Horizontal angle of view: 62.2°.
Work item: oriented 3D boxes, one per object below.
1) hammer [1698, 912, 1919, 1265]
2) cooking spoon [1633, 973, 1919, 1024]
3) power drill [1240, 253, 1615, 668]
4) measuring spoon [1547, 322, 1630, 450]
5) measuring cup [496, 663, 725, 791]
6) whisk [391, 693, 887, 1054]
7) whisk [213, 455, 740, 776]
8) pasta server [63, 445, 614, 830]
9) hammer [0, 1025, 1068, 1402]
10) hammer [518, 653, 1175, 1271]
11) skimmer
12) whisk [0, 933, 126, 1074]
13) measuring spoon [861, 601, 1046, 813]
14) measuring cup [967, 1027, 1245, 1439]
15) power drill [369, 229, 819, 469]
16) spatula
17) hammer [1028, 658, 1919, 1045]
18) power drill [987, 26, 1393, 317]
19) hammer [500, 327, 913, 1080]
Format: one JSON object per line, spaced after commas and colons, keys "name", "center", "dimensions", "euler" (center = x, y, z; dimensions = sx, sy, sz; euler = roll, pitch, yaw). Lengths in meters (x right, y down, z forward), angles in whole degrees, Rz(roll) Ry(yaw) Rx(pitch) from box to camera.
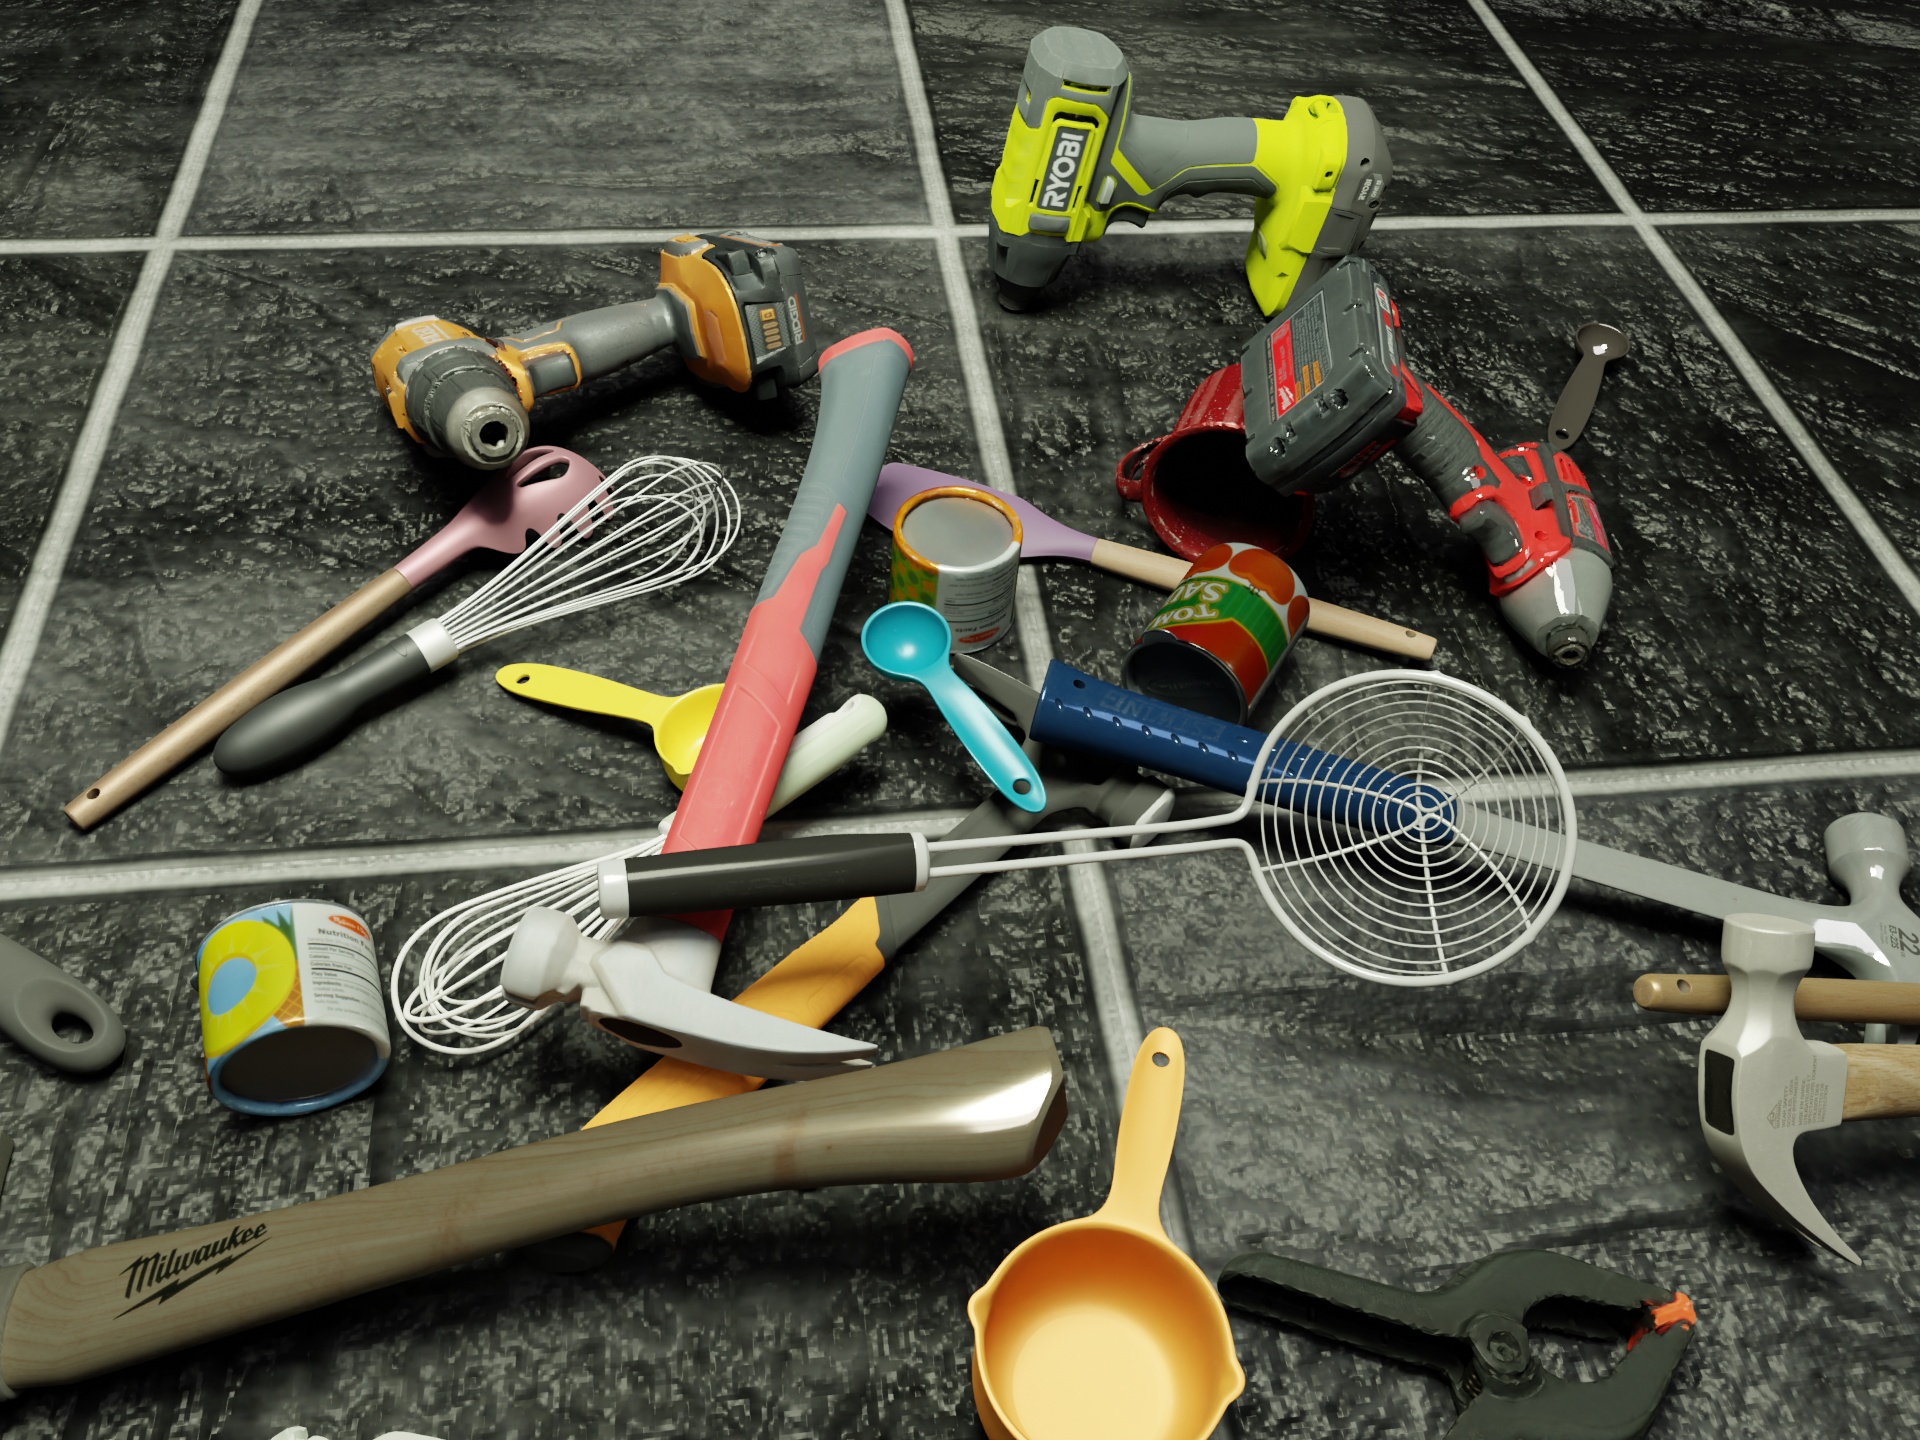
{"name": "hammer", "center": [0.440, 0.145, 0.635], "dimensions": [0.331, 0.130, 0.031], "euler": [2, 5, -15]}
{"name": "cooking spoon", "center": [0.412, 0.118, 0.657], "dimensions": [0.318, 0.017, 0.069], "euler": [5, 56, -17]}
{"name": "power drill", "center": [0.246, -0.121, 0.804], "dimensions": [0.219, 0.078, 0.143], "euler": [31, 43, -25]}
{"name": "measuring spoon", "center": [0.384, -0.203, 0.986], "dimensions": [0.034, 0.018, 0.124], "euler": [24, 58, 14]}
{"name": "measuring cup", "center": [-0.156, 0.001, 0.759], "dimensions": [0.156, 0.029, 0.062], "euler": [14, 49, 23]}
{"name": "whisk", "center": [-0.128, 0.057, 0.678], "dimensions": [0.246, 0.058, 0.059], "euler": [-35, 104, -26]}
{"name": "whisk", "center": [-0.231, -0.053, 0.778], "dimensions": [0.284, 0.070, 0.070], "euler": [-34, 59, -24]}
{"name": "pasta server", "center": [-0.296, -0.048, 0.787], "dimensions": [0.060, 0.040, 0.316], "euler": [32, 58, 21]}
{"name": "hammer", "center": [-0.167, 0.162, 0.561], "dimensions": [0.410, 0.038, 0.146], "euler": [-13, 49, -3]}
{"name": "hammer", "center": [-0.056, 0.096, 0.671], "dimensions": [0.127, 0.034, 0.337], "euler": [35, 55, 23]}
{"name": "skimmer", "center": [0.049, 0.052, 0.602], "dimensions": [0.363, 0.127, 0.090], "euler": [-4, 5, -14]}
{"name": "whisk", "center": [-0.459, 0.063, 0.657], "dimensions": [0.296, 0.073, 0.073], "euler": [29, 53, 12]}
{"name": "measuring spoon", "center": [-0.001, -0.002, 0.729], "dimensions": [0.042, 0.021, 0.129], "euler": [-29, 64, -18]}
{"name": "measuring cup", "center": [0.058, 0.196, 0.581], "dimensions": [0.095, 0.052, 0.174], "euler": [13, 47, 7]}
{"name": "power drill", "center": [-0.193, -0.196, 0.856], "dimensions": [0.226, 0.084, 0.185], "euler": [-21, 29, -19]}
{"name": "spatula", "center": [0.095, -0.082, 0.849], "dimensions": [0.316, 0.018, 0.060], "euler": [18, 51, 12]}
{"name": "hammer", "center": [0.228, 0.052, 0.706], "dimensions": [0.405, 0.035, 0.144], "euler": [16, 50, 2]}
{"name": "power drill", "center": [0.132, -0.319, 0.975], "dimensions": [0.223, 0.171, 0.080], "euler": [3, 48, -13]}
{"name": "hammer", "center": [-0.063, -0.031, 0.704], "dimensions": [0.143, 0.038, 0.387], "euler": [17, 55, -2]}
